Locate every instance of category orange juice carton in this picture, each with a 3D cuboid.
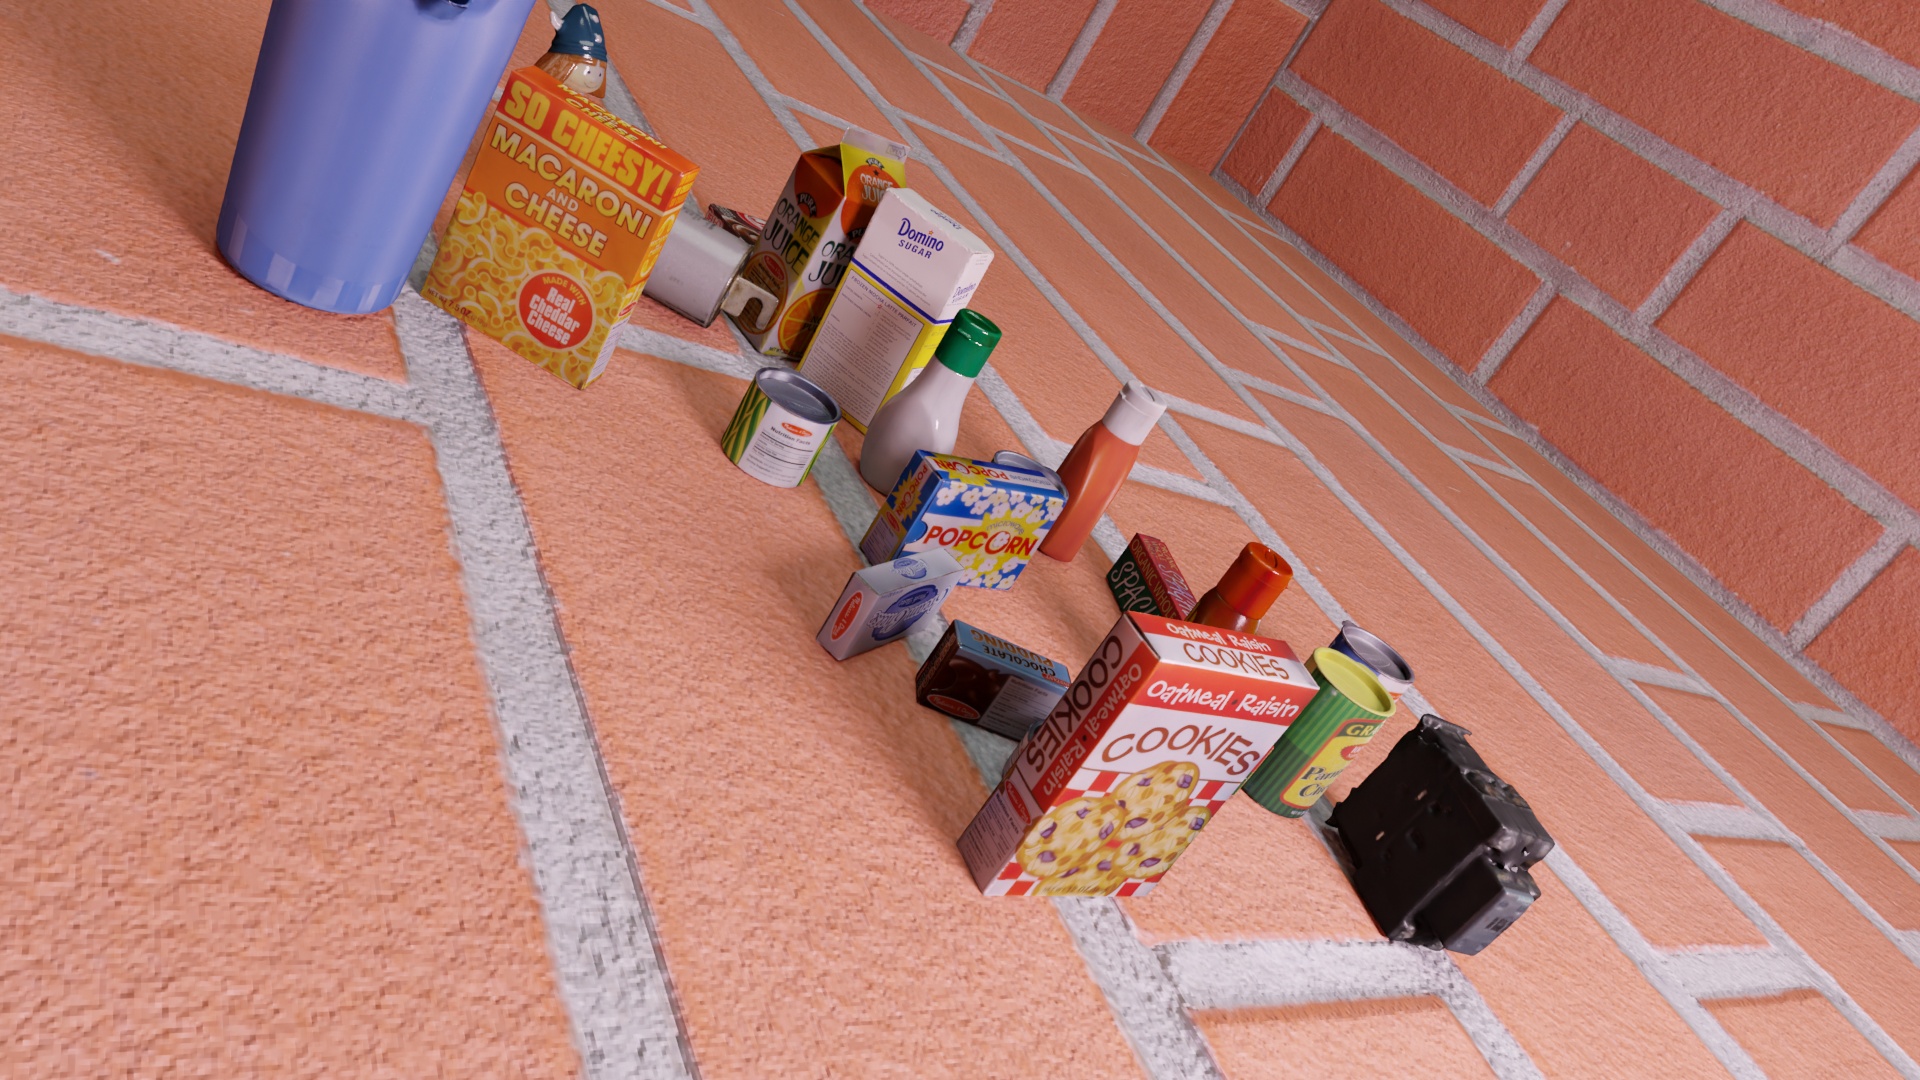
[{"bbox_3d":[-0.110,-0.244,1.129,0.072,0.192,0.073,4,37,-48],"label":"orange juice carton"}]

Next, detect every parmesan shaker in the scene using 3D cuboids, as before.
[{"bbox_3d":[0.241,0.133,0.956,0.071,0.102,0.071,27,25,-13],"label":"parmesan shaker"}]

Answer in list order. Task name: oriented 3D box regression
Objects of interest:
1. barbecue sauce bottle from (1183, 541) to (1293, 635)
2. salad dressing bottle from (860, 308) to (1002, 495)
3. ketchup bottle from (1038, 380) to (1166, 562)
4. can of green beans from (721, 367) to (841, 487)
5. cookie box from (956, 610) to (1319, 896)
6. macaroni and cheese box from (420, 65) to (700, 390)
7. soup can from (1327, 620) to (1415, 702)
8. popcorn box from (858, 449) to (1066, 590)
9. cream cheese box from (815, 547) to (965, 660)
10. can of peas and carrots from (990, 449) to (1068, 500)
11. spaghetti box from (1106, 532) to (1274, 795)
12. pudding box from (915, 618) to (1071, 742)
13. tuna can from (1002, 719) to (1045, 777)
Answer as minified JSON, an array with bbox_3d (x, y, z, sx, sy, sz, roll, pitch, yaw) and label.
[{"bbox_3d":[0.166,0.068,0.930,0.043,0.148,0.065,32,24,-2],"label":"barbecue sauce bottle"},{"bbox_3d":[-0.021,-0.100,1.023,0.064,0.147,0.044,40,25,15],"label":"salad dressing bottle"},{"bbox_3d":[0.106,-0.057,1.093,0.043,0.148,0.065,22,26,-23],"label":"ketchup bottle"},{"bbox_3d":[-0.125,-0.078,0.966,0.071,0.057,0.071,27,25,-13],"label":"can of green beans"},{"bbox_3d":[0.092,0.117,0.728,0.123,0.166,0.040,13,31,-38],"label":"cookie box"},{"bbox_3d":[-0.260,-0.201,0.900,0.124,0.165,0.040,31,24,-4],"label":"macaroni and cheese box"},{"bbox_3d":[0.298,0.116,1.079,0.071,0.083,0.072,27,25,-13],"label":"soup can"},{"bbox_3d":[0.003,-0.012,0.963,0.127,0.085,0.038,7,34,-44],"label":"popcorn box"},{"bbox_3d":[-0.042,0.038,0.853,0.024,0.053,0.104,41,25,18],"label":"cream cheese box"},{"bbox_3d":[0.042,-0.028,1.070,0.071,0.058,0.071,27,25,-13],"label":"can of peas and carrots"},{"bbox_3d":[0.162,0.082,1.021,0.029,0.050,0.251,21,27,-24],"label":"spaghetti box"},{"bbox_3d":[0.021,0.087,0.841,0.084,0.049,0.030,23,25,-20],"label":"pudding box"},{"bbox_3d":[0.062,0.140,0.812,0.071,0.032,0.071,27,25,-13],"label":"tuna can"}]
